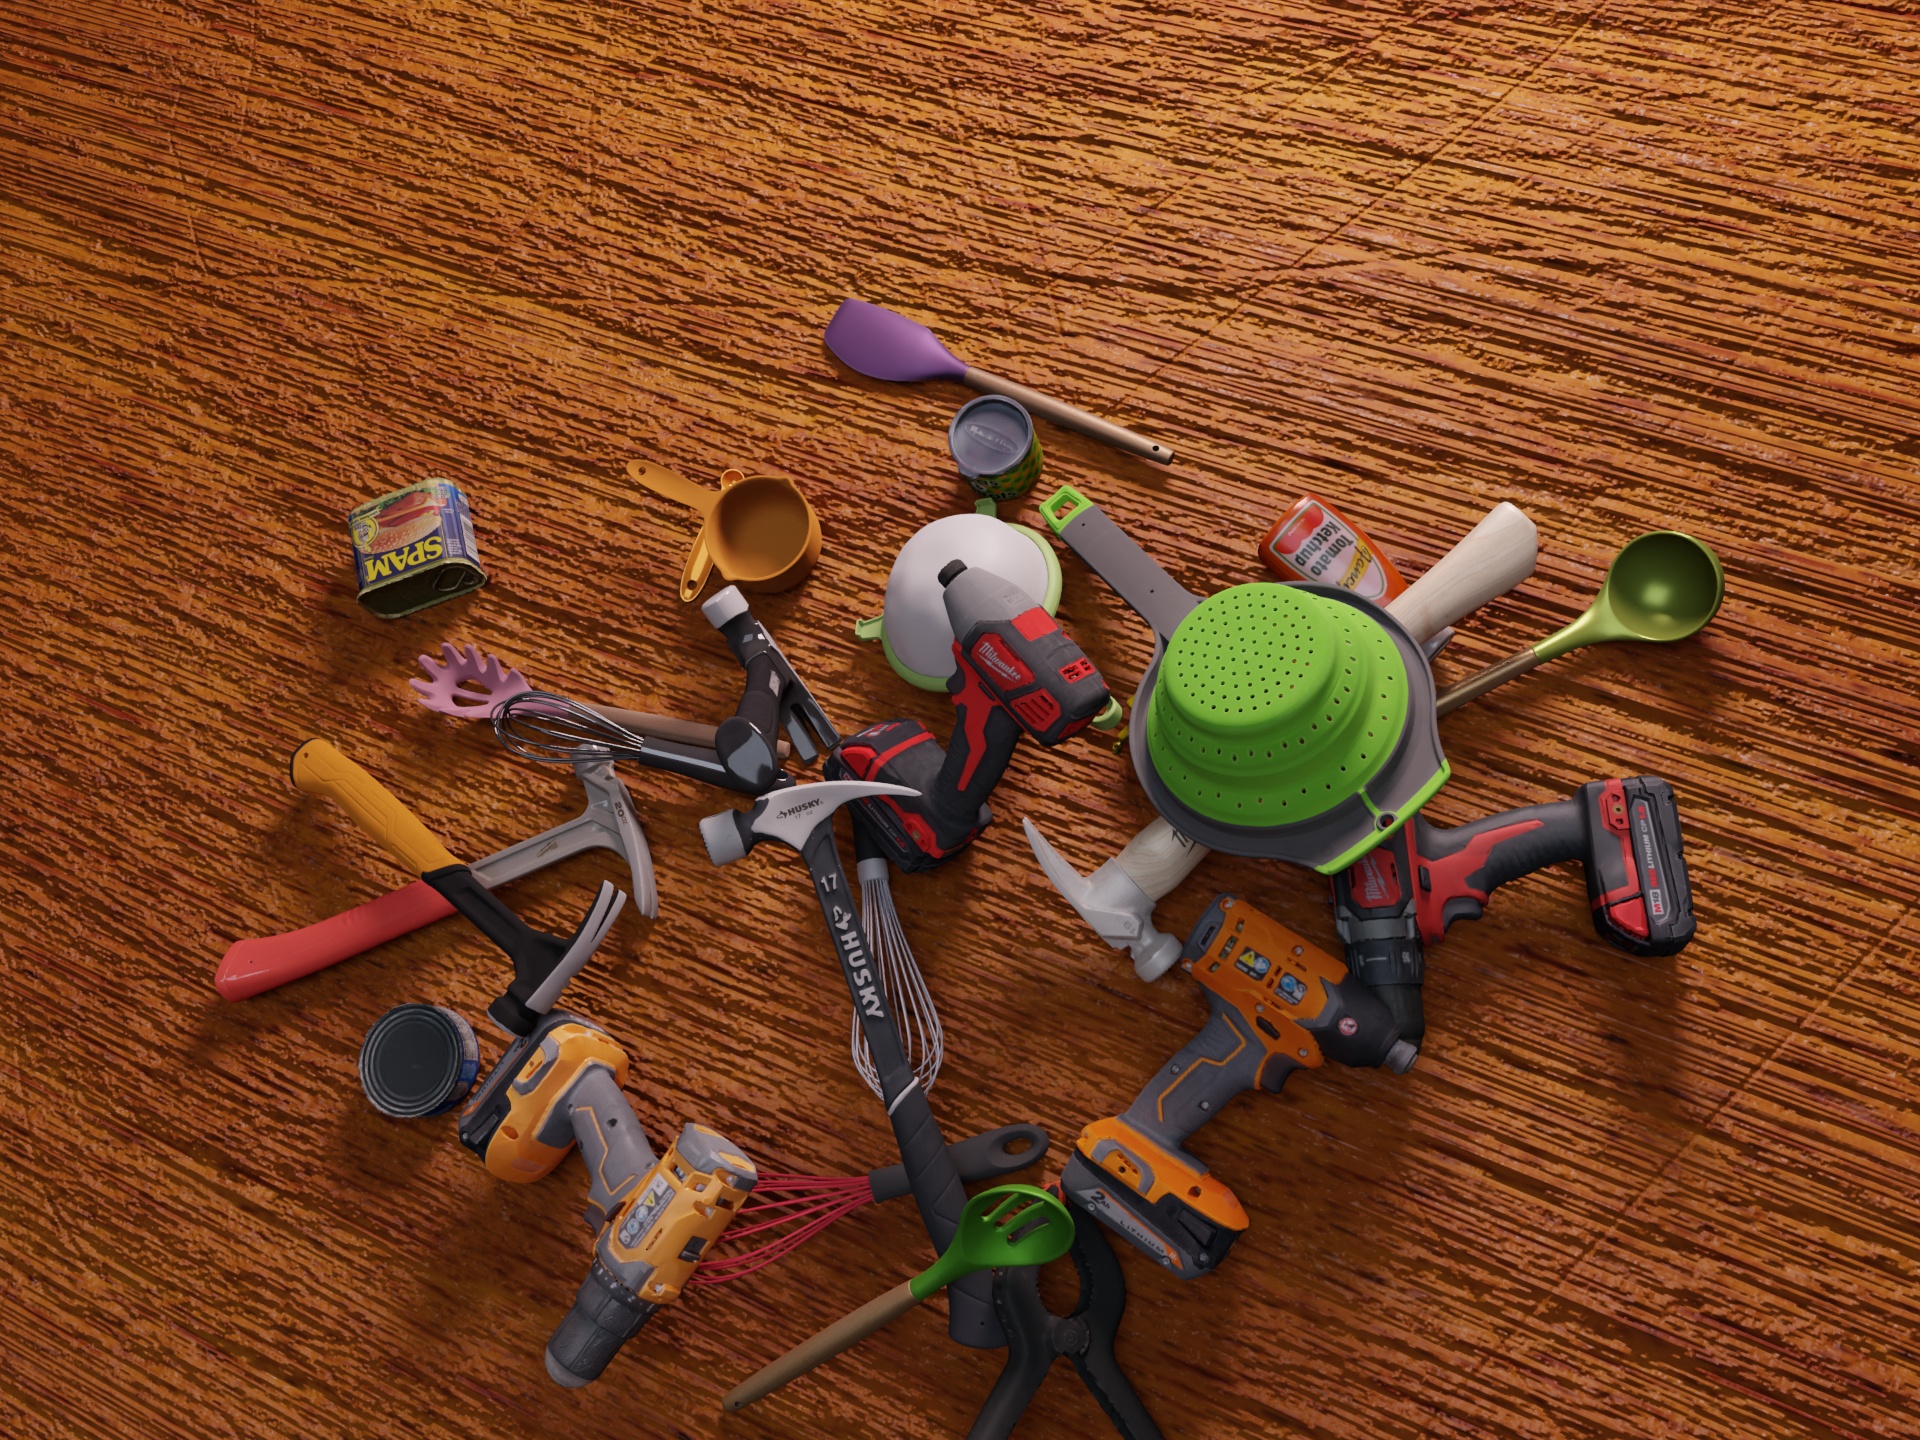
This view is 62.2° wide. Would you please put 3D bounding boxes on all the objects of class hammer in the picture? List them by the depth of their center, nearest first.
[{"bbox_3d":[-0.041,0.235,1.084,0.149,0.036,0.409,-19,92,-6],"label":"hammer"},{"bbox_3d":[-0.133,-0.005,1.086,0.035,0.335,0.146,-34,103,3],"label":"hammer"},{"bbox_3d":[0.230,-0.006,1.112,0.410,0.038,0.146,-44,89,5],"label":"hammer"},{"bbox_3d":[-0.403,0.099,1.219,0.337,0.034,0.127,32,79,28],"label":"hammer"},{"bbox_3d":[-0.416,0.150,1.250,0.359,0.036,0.149,-23,72,5],"label":"hammer"}]

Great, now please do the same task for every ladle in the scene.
[{"bbox_3d":[0.381,-0.036,1.120,0.320,0.062,0.078,-27,73,7],"label":"ladle"}]

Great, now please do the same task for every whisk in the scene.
[{"bbox_3d":[-0.080,0.334,1.123,0.296,0.073,0.073,-16,73,1],"label":"whisk"},{"bbox_3d":[-0.059,0.143,1.170,0.070,0.070,0.285,-13,68,8],"label":"whisk"},{"bbox_3d":[-0.242,0.024,1.219,0.239,0.055,0.055,14,79,-2],"label":"whisk"}]

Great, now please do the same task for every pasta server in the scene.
[{"bbox_3d":[-0.286,-0.006,1.262,0.316,0.040,0.060,10,67,13],"label":"pasta server"}]

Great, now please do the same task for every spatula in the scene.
[{"bbox_3d":[0.027,-0.265,1.272,0.316,0.018,0.060,25,80,18],"label":"spatula"}]

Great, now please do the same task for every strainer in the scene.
[{"bbox_3d":[0.024,-0.075,1.148,0.151,0.069,0.257,-45,47,-3],"label":"strainer"}]

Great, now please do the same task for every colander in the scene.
[{"bbox_3d":[0.156,-0.070,1.082,0.204,0.094,0.398,-40,51,0],"label":"colander"}]

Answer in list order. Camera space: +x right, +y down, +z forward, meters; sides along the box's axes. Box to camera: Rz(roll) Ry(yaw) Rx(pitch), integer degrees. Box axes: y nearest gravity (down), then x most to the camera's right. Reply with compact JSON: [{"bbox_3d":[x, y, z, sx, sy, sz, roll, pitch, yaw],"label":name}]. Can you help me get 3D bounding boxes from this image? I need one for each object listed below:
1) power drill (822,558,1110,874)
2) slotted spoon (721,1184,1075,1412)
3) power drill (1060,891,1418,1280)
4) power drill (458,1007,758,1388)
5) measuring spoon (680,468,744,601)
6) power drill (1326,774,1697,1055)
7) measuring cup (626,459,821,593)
[{"bbox_3d":[-0.002,-0.004,1.110,0.143,0.078,0.219,50,132,12],"label":"power drill"},{"bbox_3d":[-0.050,0.393,1.069,0.313,0.031,0.070,-38,106,20],"label":"slotted spoon"},{"bbox_3d":[0.185,0.251,1.055,0.164,0.084,0.226,31,93,21],"label":"power drill"},{"bbox_3d":[-0.262,0.328,1.109,0.226,0.084,0.185,31,83,40],"label":"power drill"},{"bbox_3d":[-0.203,-0.150,1.297,0.021,0.011,0.117,20,84,3],"label":"measuring spoon"},{"bbox_3d":[0.365,0.130,1.071,0.227,0.080,0.188,-6,75,13],"label":"power drill"},{"bbox_3d":[-0.189,-0.163,1.273,0.174,0.052,0.095,27,83,17],"label":"measuring cup"}]
